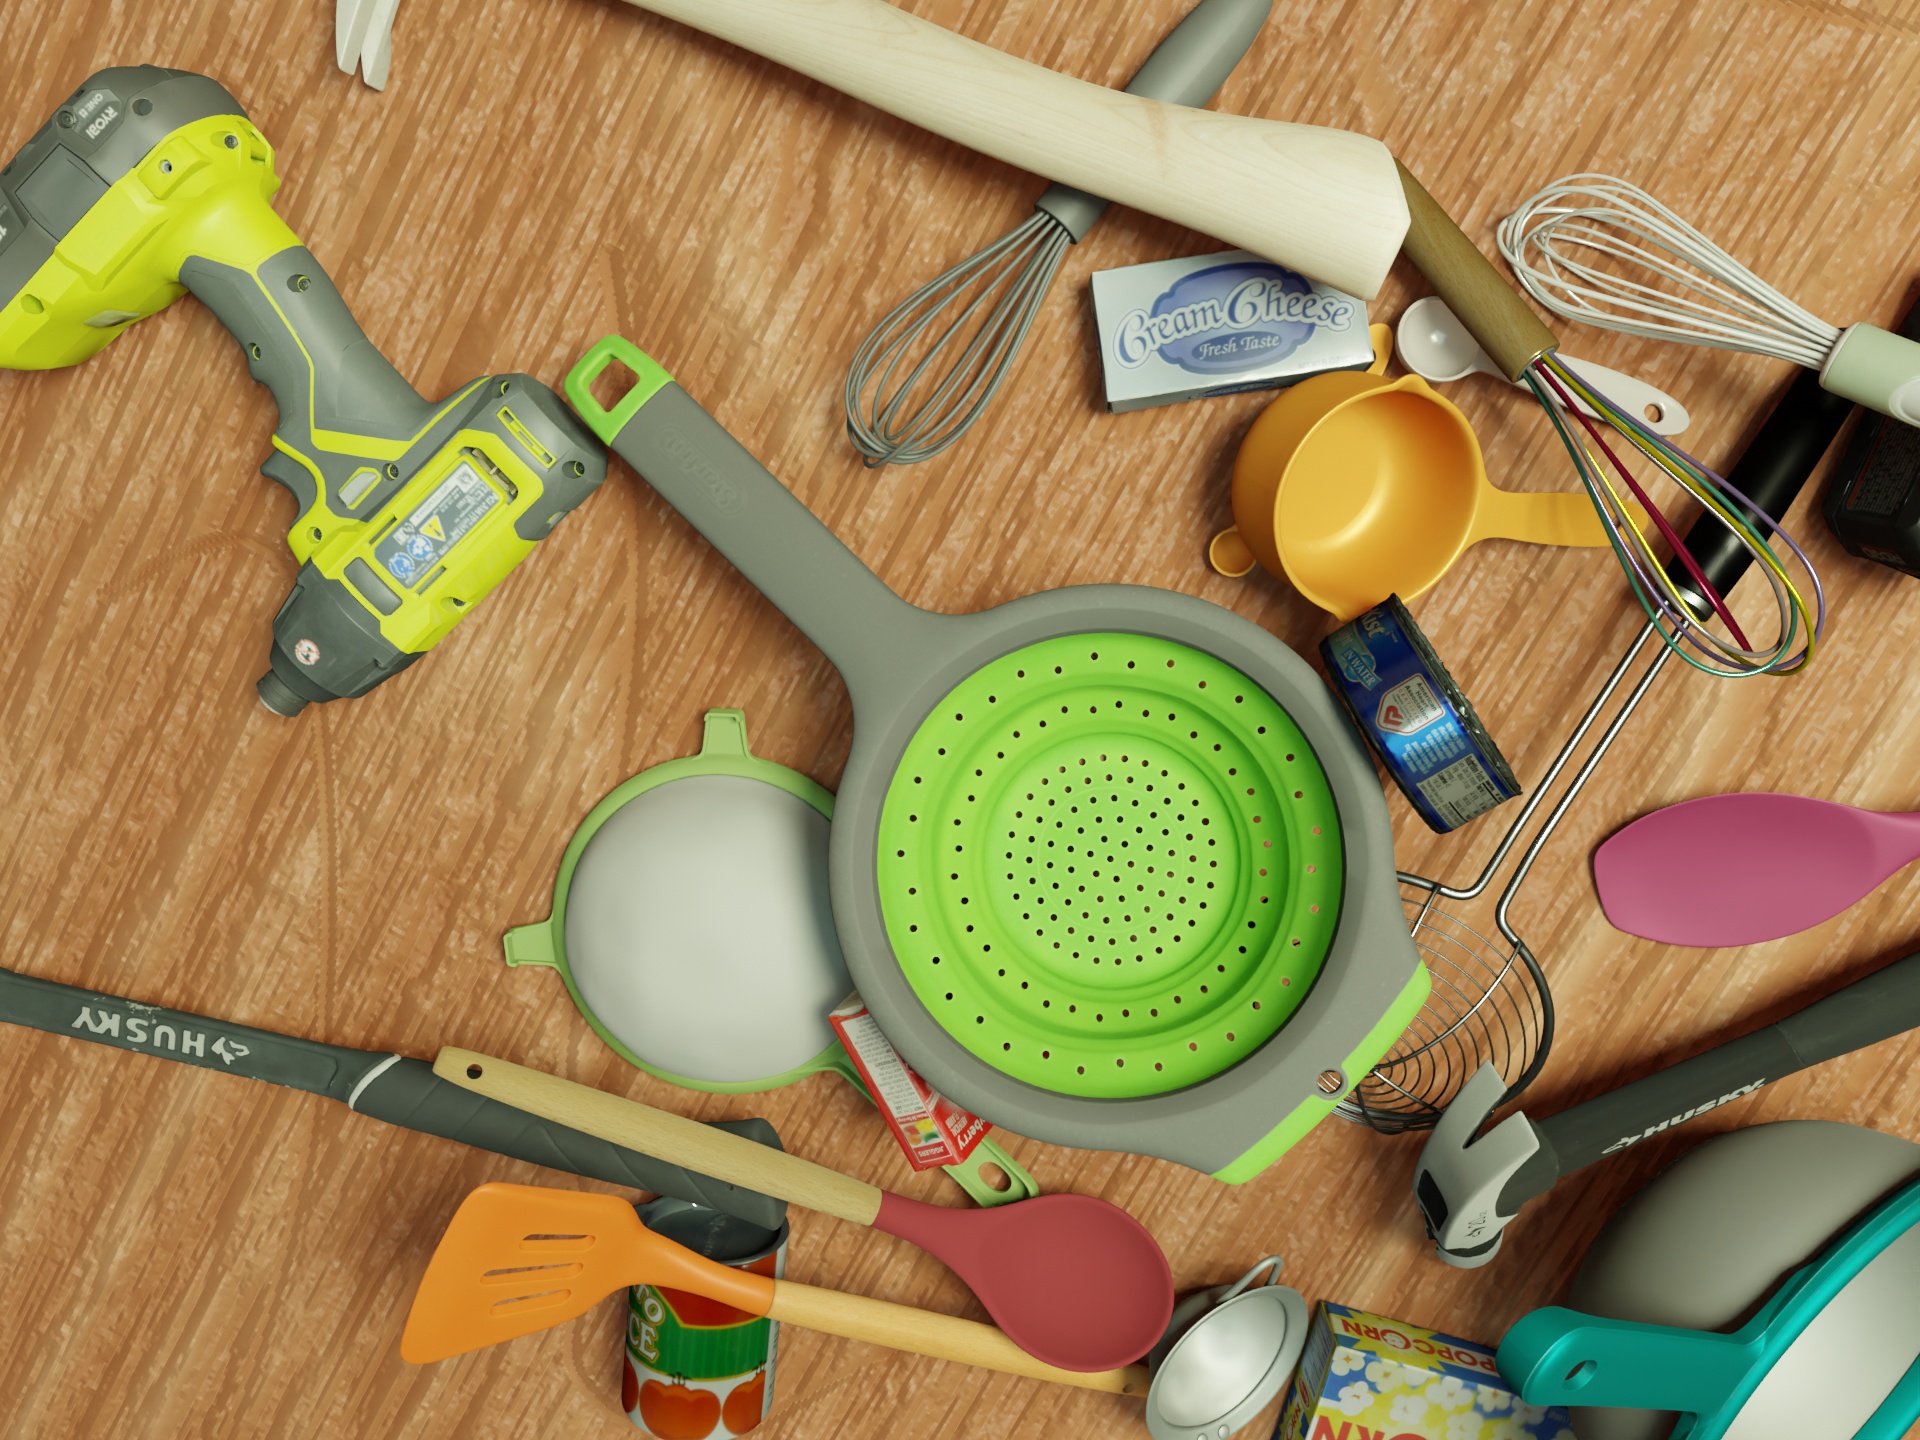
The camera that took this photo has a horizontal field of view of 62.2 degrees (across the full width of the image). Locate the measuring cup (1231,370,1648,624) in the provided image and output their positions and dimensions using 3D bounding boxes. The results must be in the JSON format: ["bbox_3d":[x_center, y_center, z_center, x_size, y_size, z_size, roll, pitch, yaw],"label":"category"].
[{"bbox_3d":[0.186,-0.088,0.622,0.173,0.052,0.095,1,111,-22],"label":"measuring cup"}]

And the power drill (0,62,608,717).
[{"bbox_3d":[-0.275,-0.123,0.628,0.171,0.080,0.223,-42,98,9],"label":"power drill"}]

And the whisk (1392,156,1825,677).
[{"bbox_3d":[0.224,-0.113,0.587,0.051,0.047,0.245,-38,75,14],"label":"whisk"}]

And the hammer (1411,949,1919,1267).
[{"bbox_3d":[0.335,0.120,0.620,0.335,0.146,0.035,-24,54,0],"label":"hammer"}]

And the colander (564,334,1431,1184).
[{"bbox_3d":[-0.001,-0.002,0.626,0.397,0.094,0.204,44,92,8],"label":"colander"}]

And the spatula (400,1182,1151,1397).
[{"bbox_3d":[-0.054,0.243,0.639,0.322,0.041,0.081,21,104,-21],"label":"spatula"}]

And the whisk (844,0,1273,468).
[{"bbox_3d":[0.038,-0.192,0.614,0.055,0.055,0.239,41,95,-4],"label":"whisk"}]

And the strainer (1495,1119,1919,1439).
[{"bbox_3d":[0.260,0.211,0.579,0.340,0.095,0.211,22,102,-40],"label":"strainer"}]

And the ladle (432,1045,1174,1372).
[{"bbox_3d":[-0.058,0.189,0.639,0.315,0.031,0.069,23,70,-13],"label":"ladle"}]

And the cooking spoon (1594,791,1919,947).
[{"bbox_3d":[0.410,0.035,0.605,0.319,0.017,0.068,-14,107,21],"label":"cooking spoon"}]

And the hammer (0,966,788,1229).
[{"bbox_3d":[-0.271,0.155,0.681,0.409,0.036,0.149,12,101,5],"label":"hammer"}]

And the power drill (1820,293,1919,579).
[{"bbox_3d":[0.452,-0.068,0.589,0.226,0.084,0.164,19,102,-3],"label":"power drill"}]

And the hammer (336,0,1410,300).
[{"bbox_3d":[-0.037,-0.237,0.584,0.410,0.038,0.146,25,100,8],"label":"hammer"}]

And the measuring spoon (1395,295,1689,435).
[{"bbox_3d":[0.227,-0.134,0.626,0.124,0.018,0.034,17,81,-6],"label":"measuring spoon"}]

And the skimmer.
[{"bbox_3d":[0.244,0.006,0.639,0.127,0.090,0.363,34,90,5],"label":"skimmer"}]

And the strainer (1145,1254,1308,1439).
[{"bbox_3d":[0.103,0.335,0.696,0.086,0.050,0.258,-4,108,-31],"label":"strainer"}]

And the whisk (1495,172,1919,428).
[{"bbox_3d":[0.300,-0.131,0.557,0.246,0.059,0.057,34,145,28],"label":"whisk"}]

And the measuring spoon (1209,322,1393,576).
[{"bbox_3d":[0.137,-0.108,0.638,0.021,0.011,0.117,34,96,4],"label":"measuring spoon"}]

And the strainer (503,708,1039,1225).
[{"bbox_3d":[-0.065,0.129,0.658,0.256,0.069,0.151,43,99,-2],"label":"strainer"}]
